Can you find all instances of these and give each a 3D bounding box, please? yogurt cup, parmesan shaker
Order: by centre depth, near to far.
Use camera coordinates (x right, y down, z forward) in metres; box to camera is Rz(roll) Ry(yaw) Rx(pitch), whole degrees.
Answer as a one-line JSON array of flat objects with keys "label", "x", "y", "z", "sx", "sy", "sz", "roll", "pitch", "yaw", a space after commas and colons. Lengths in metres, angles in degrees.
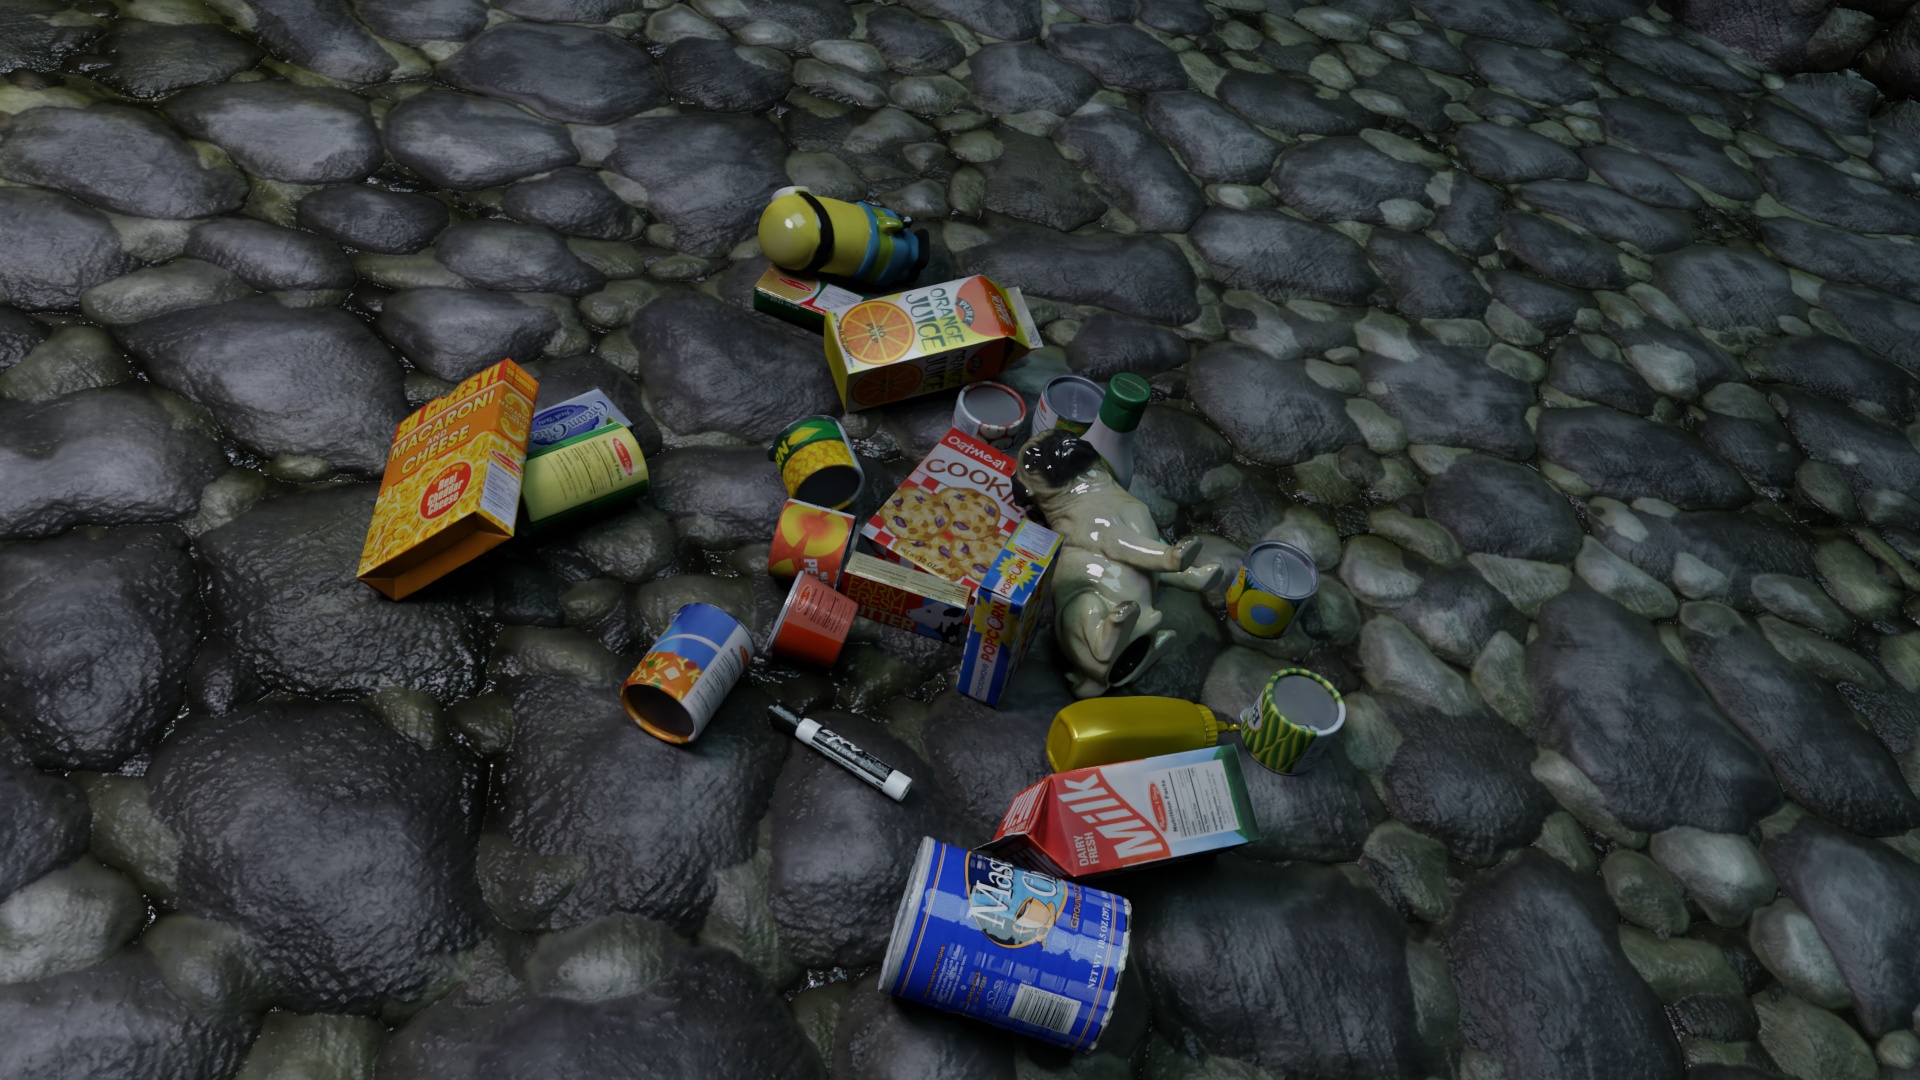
[{"label": "yogurt cup", "x": -0.113, "y": 0.064, "z": 1.073, "sx": 0.054, "sy": 0.072, "sz": 0.073, "roll": 24, "pitch": 46, "yaw": -5}, {"label": "parmesan shaker", "x": -0.314, "y": -0.051, "z": 1.116, "sx": 0.103, "sy": 0.071, "sz": 0.071, "roll": -25, "pitch": 59, "yaw": -32}]

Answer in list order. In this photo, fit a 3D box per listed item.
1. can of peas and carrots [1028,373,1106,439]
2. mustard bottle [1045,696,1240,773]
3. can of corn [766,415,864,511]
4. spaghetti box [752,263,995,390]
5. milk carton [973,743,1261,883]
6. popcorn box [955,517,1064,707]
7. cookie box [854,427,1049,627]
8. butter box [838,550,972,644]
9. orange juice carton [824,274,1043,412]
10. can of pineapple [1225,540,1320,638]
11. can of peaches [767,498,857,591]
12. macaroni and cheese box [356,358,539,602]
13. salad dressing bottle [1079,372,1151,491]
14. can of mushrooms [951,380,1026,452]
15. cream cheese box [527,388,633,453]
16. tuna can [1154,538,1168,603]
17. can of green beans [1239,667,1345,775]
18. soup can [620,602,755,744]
[{"label": "can of peas and carrots", "x": 0.104, "y": -0.112, "z": 1.300, "sx": 0.071, "sy": 0.058, "sz": 0.071, "roll": 9, "pitch": 47, "yaw": -9}, {"label": "mustard bottle", "x": 0.146, "y": 0.150, "z": 1.069, "sx": 0.160, "sy": 0.065, "sz": 0.049, "roll": -2, "pitch": 40, "yaw": -25}, {"label": "can of corn", "x": -0.123, "y": -0.062, "z": 1.184, "sx": 0.071, "sy": 0.070, "sz": 0.058, "roll": -9, "pitch": 52, "yaw": -23}, {"label": "spaghetti box", "x": -0.079, "y": -0.205, "z": 1.354, "sx": 0.250, "sy": 0.028, "sz": 0.050, "roll": 22, "pitch": 46, "yaw": 5}, {"label": "milk carton", "x": 0.108, "y": 0.200, "z": 0.991, "sx": 0.191, "sy": 0.072, "sz": 0.073, "roll": -5, "pitch": 71, "yaw": -22}, {"label": "popcorn box", "x": 0.037, "y": 0.057, "z": 1.077, "sx": 0.038, "sy": 0.126, "sz": 0.085, "roll": 24, "pitch": 46, "yaw": 12}, {"label": "cookie box", "x": 0.004, "y": -0.015, "z": 1.194, "sx": 0.123, "sy": 0.040, "sz": 0.168, "roll": 29, "pitch": 47, "yaw": 11}, {"label": "butter box", "x": -0.046, "y": 0.046, "z": 1.115, "sx": 0.103, "sy": 0.052, "sz": 0.024, "roll": 17, "pitch": 49, "yaw": 1}, {"label": "orange juice carton", "x": -0.024, "y": -0.186, "z": 1.286, "sx": 0.193, "sy": 0.072, "sz": 0.072, "roll": -15, "pitch": 68, "yaw": -12}, {"label": "can of pineapple", "x": 0.268, "y": 0.042, "z": 1.205, "sx": 0.071, "sy": 0.057, "sz": 0.071, "roll": 8, "pitch": 46, "yaw": -9}, {"label": "can of peaches", "x": -0.120, "y": 0.006, "z": 1.121, "sx": 0.058, "sy": 0.070, "sz": 0.071, "roll": 16, "pitch": 46, "yaw": -2}, {"label": "macaroni and cheese box", "x": -0.390, "y": -0.050, "z": 1.063, "sx": 0.123, "sy": 0.040, "sz": 0.167, "roll": -26, "pitch": 45, "yaw": 20}, {"label": "salad dressing bottle", "x": 0.128, "y": -0.081, "z": 1.217, "sx": 0.064, "sy": 0.146, "sz": 0.044, "roll": 28, "pitch": 47, "yaw": 10}, {"label": "can of mushrooms", "x": 0.029, "y": -0.117, "z": 1.300, "sx": 0.071, "sy": 0.033, "sz": 0.071, "roll": 8, "pitch": 46, "yaw": -8}, {"label": "cream cheese box", "x": -0.336, "y": -0.089, "z": 1.176, "sx": 0.104, "sy": 0.024, "sz": 0.053, "roll": -29, "pitch": 62, "yaw": -35}, {"label": "tuna can", "x": 0.151, "y": 0.021, "z": 1.208, "sx": 0.071, "sy": 0.032, "sz": 0.071, "roll": 8, "pitch": 47, "yaw": -9}, {"label": "can of green beans", "x": 0.266, "y": 0.144, "z": 1.110, "sx": 0.071, "sy": 0.057, "sz": 0.071, "roll": 8, "pitch": 47, "yaw": -9}, {"label": "soup can", "x": -0.201, "y": 0.096, "z": 1.015, "sx": 0.071, "sy": 0.071, "sz": 0.084, "roll": 25, "pitch": 47, "yaw": 7}]
